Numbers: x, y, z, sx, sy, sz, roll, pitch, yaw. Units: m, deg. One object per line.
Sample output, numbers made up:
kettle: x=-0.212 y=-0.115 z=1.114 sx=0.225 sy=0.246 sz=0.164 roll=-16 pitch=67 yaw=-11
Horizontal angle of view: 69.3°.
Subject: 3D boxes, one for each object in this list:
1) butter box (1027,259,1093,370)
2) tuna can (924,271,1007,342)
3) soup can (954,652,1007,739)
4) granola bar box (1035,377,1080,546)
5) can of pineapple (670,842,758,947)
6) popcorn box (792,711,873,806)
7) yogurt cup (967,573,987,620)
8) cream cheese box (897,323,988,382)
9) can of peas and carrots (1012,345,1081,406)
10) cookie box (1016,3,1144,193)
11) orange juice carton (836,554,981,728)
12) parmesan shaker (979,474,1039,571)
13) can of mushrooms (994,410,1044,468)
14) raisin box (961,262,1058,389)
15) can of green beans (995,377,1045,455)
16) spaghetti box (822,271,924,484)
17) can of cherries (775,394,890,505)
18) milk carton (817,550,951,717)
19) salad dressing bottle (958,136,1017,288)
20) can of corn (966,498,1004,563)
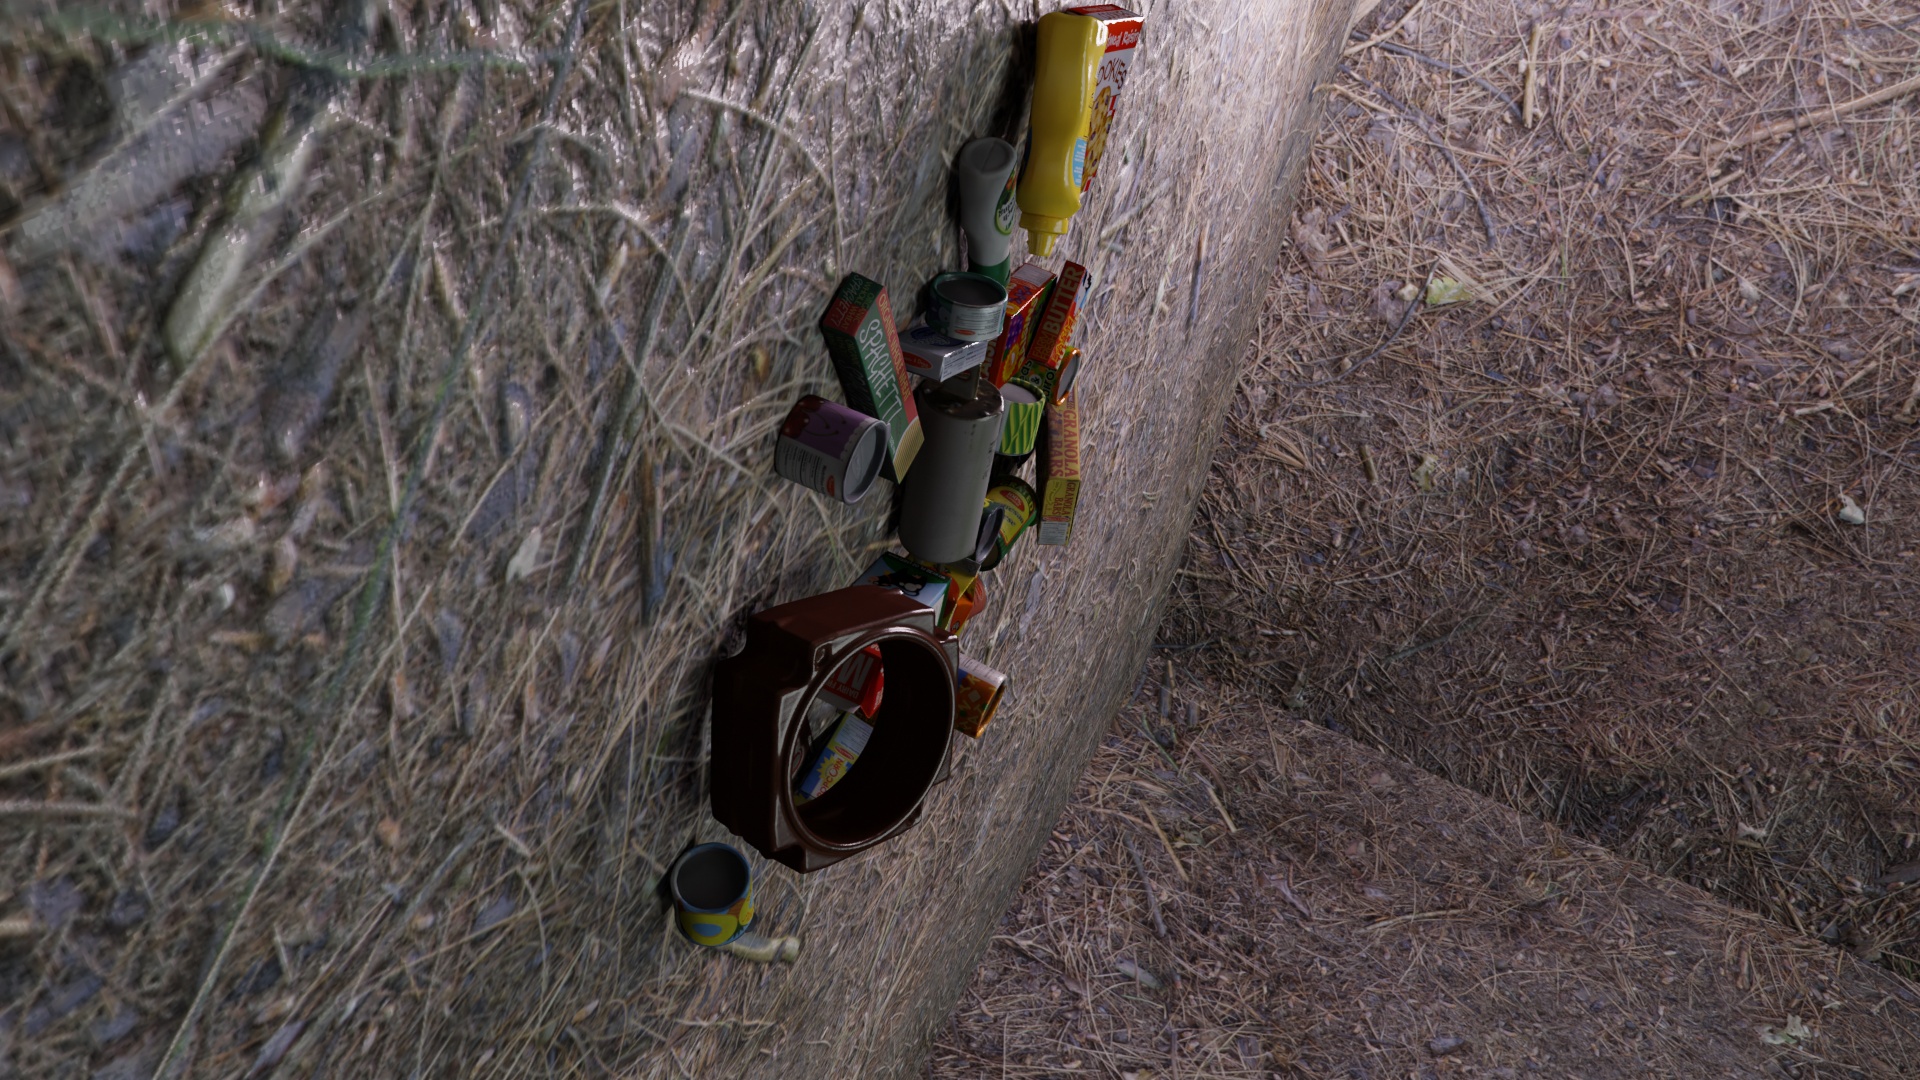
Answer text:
butter box: x=0.099 y=-0.221 z=1.372 sx=0.103 sy=0.024 sz=0.053 roll=-68 pitch=167 yaw=4
tuna can: x=0.004 y=-0.196 z=1.153 sx=0.071 sy=0.071 sz=0.032 roll=-49 pitch=156 yaw=-50
soup can: x=-0.009 y=0.138 z=1.278 sx=0.071 sy=0.084 sz=0.071 roll=-59 pitch=166 yaw=-24
granola bar box: x=0.111 y=-0.095 z=1.593 sx=0.123 sy=0.039 sz=0.166 roll=96 pitch=-3 yaw=-54
can of pineapple: x=-0.201 y=0.290 z=1.140 sx=0.071 sy=0.071 sz=0.057 roll=-55 pitch=161 yaw=-39
popcorn box: x=-0.126 y=0.213 z=1.269 sx=0.085 sy=0.038 sz=0.126 roll=-59 pitch=-174 yaw=-28
yogurt cup: x=-0.012 y=0.062 z=1.483 sx=0.054 sy=0.072 sz=0.072 roll=-40 pitch=150 yaw=-45
cream cheese box: x=-0.019 y=-0.157 z=1.146 sx=0.104 sy=0.053 sz=0.024 roll=-38 pitch=146 yaw=-62
can of peas and carrots: x=0.089 y=-0.182 z=1.482 sx=0.071 sy=0.059 sz=0.070 roll=-59 pitch=163 yaw=-30
cookie box: x=0.108 y=-0.398 z=1.266 sx=0.123 sy=0.040 sz=0.166 roll=-42 pitch=153 yaw=-59
orange juice carton: x=-0.047 y=0.099 z=1.395 sx=0.192 sy=0.072 sz=0.073 roll=-67 pitch=166 yaw=2
parmesan shaker: x=0.039 y=-0.017 z=1.525 sx=0.103 sy=0.071 sz=0.071 roll=-50 pitch=158 yaw=-48
can of mushrooms: x=0.064 y=-0.118 z=1.541 sx=0.071 sy=0.033 sz=0.070 roll=-60 pitch=164 yaw=-29
raisin box: x=0.047 y=-0.206 z=1.338 sx=0.124 sy=0.040 sz=0.085 roll=-50 pitch=159 yaw=-52
can of green beans: x=0.048 y=-0.127 z=1.406 sx=0.071 sy=0.071 sz=0.057 roll=-44 pitch=152 yaw=-57
spaghetti box: x=-0.065 y=-0.120 z=1.088 sx=0.050 sy=0.029 sz=0.249 roll=-63 pitch=165 yaw=-18
can of cherries: x=-0.092 y=-0.068 z=1.011 sx=0.072 sy=0.058 sz=0.071 roll=-58 pitch=162 yaw=-31
milk carton: x=-0.083 y=0.092 z=1.256 sx=0.191 sy=0.072 sz=0.073 roll=-48 pitch=157 yaw=-54
salad dressing bottle: x=0.023 y=-0.265 z=1.151 sx=0.147 sy=0.044 sz=0.064 roll=87 pitch=20 yaw=-60
can of corn: x=0.005 y=-0.018 z=1.431 sx=0.071 sy=0.058 sz=0.070 roll=-59 pitch=163 yaw=-29
